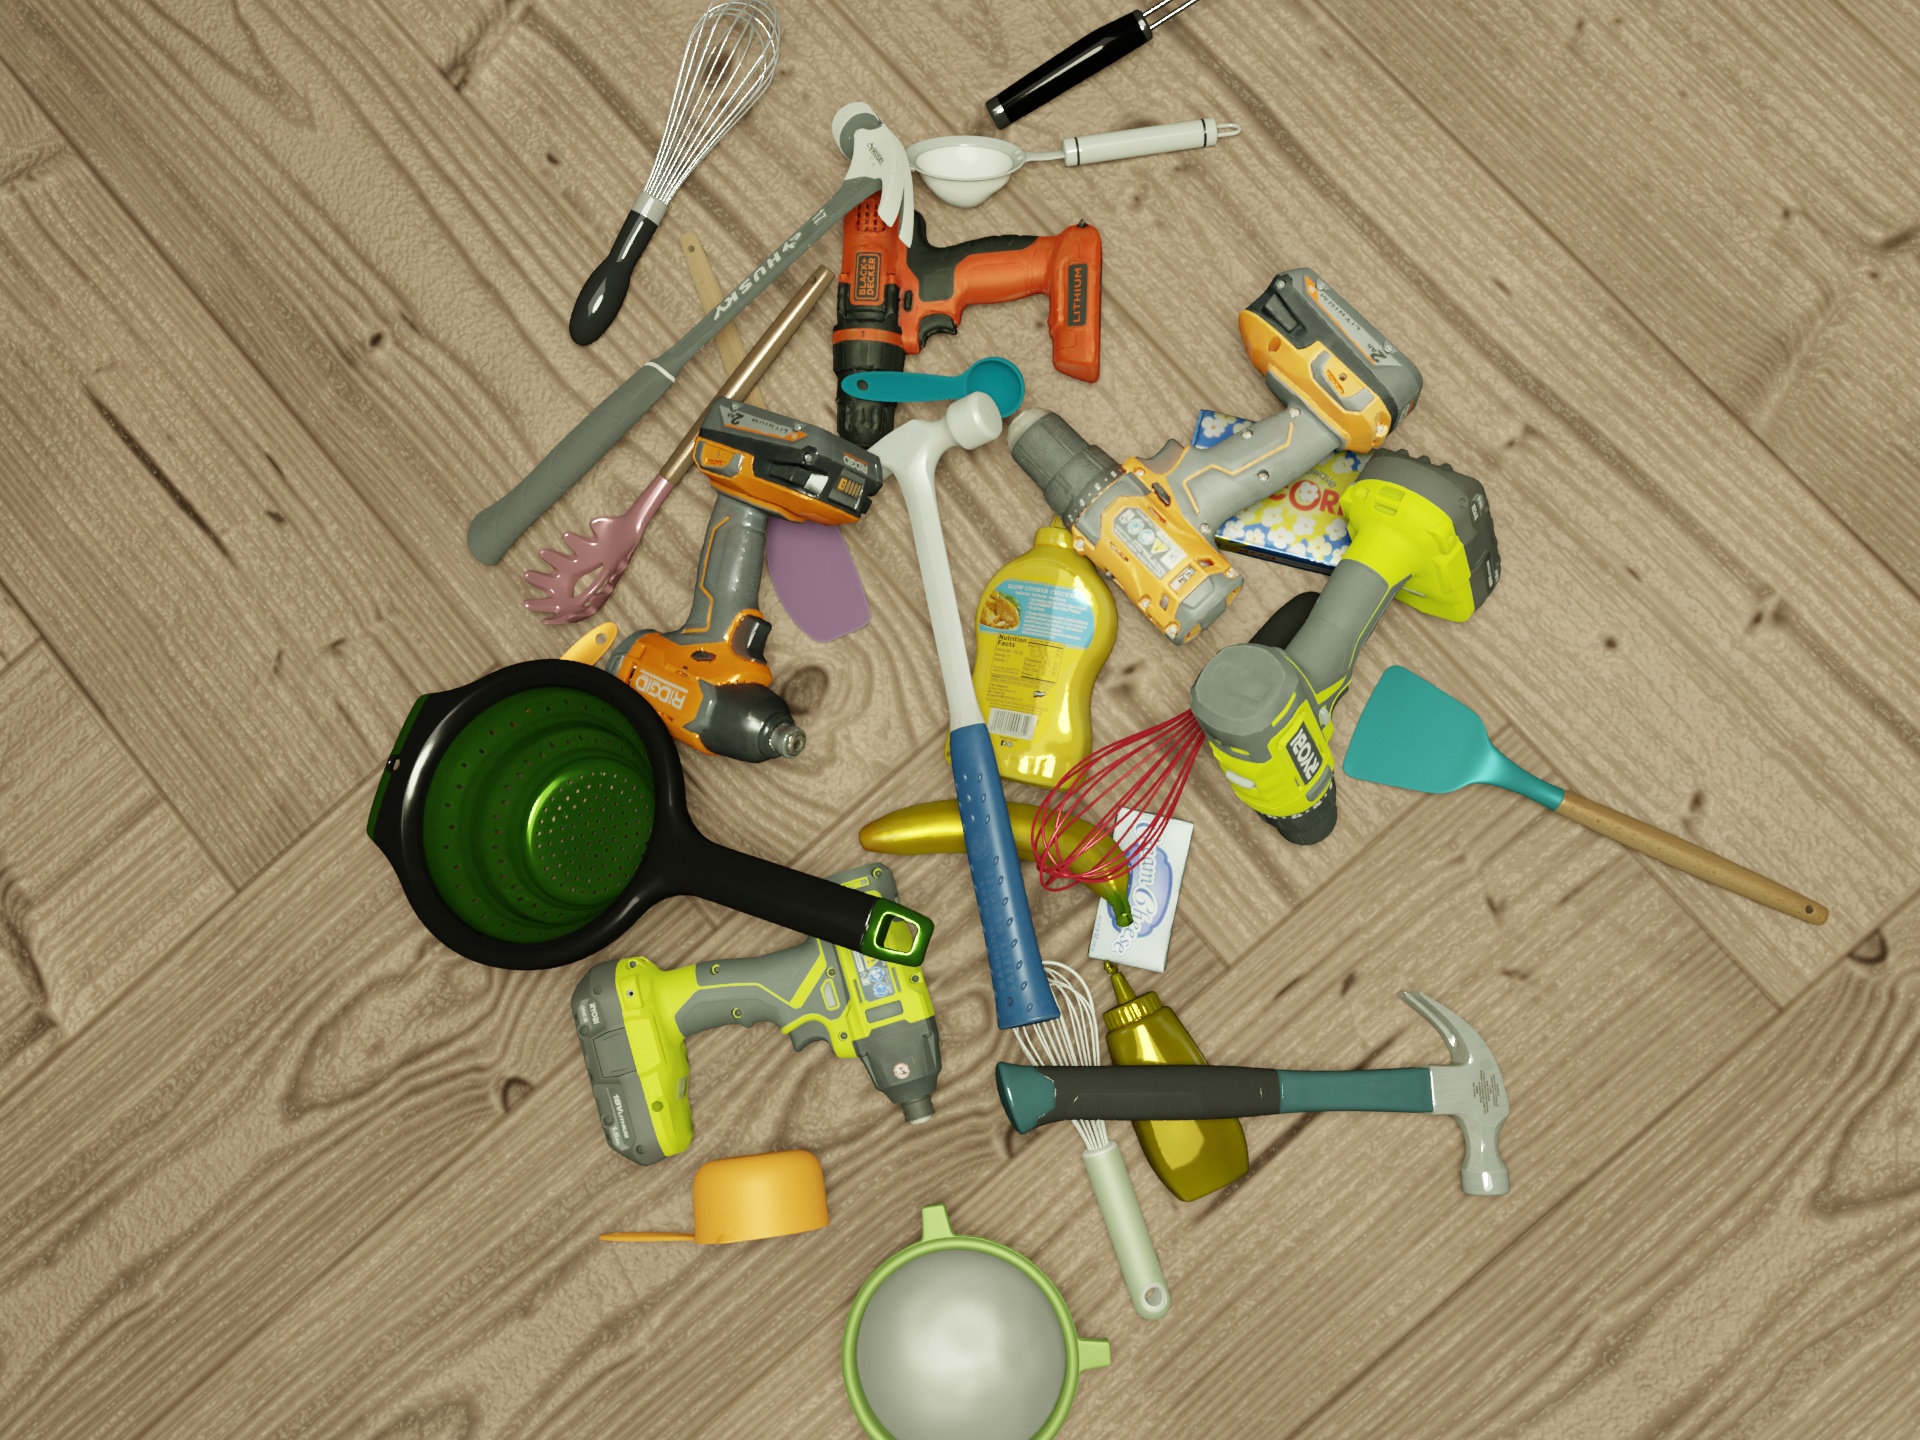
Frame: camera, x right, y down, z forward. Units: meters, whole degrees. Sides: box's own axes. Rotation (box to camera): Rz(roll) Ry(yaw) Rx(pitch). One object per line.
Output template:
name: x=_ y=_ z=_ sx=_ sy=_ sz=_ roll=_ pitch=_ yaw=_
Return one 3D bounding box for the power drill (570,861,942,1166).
power drill: x=-0.130 y=0.208 z=1.059 sx=0.223 sy=0.080 sz=0.171 roll=-17 pitch=82 yaw=1

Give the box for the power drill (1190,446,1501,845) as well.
power drill: x=0.246 y=-0.038 z=1.006 sx=0.080 sy=0.190 sz=0.228 roll=29 pitch=76 yaw=37

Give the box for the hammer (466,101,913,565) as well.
hammer: x=-0.190 y=-0.246 z=1.083 sx=0.409 sy=0.036 sz=0.149 roll=-40 pitch=42 yaw=14

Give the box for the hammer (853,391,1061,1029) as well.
hammer: x=-0.002 y=-0.003 z=1.034 sx=0.144 sy=0.035 sz=0.406 roll=-20 pitch=74 yaw=32

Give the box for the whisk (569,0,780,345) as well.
whisk: x=-0.207 y=-0.396 z=1.143 sx=0.070 sy=0.070 sz=0.284 roll=29 pitch=93 yaw=8

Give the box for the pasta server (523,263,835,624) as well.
pasta server: x=-0.193 y=-0.193 z=1.112 sx=0.060 sy=0.040 sz=0.316 roll=41 pitch=95 yaw=23

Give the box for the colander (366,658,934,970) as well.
colander: x=-0.193 y=0.090 z=1.045 sx=0.397 sy=0.094 sz=0.204 roll=16 pitch=81 yaw=18

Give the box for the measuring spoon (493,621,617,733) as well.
measuring spoon: x=-0.287 y=-0.027 z=1.134 sx=0.021 sy=0.011 sz=0.117 roll=44 pitch=86 yaw=10

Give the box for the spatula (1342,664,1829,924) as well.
spatula: x=0.413 y=0.061 z=1.043 sx=0.317 sy=0.044 sz=0.082 roll=25 pitch=87 yaw=3

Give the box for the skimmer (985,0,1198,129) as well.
skimmer: x=0.188 y=-0.509 z=1.122 sx=0.363 sy=0.090 sz=0.127 roll=-28 pitch=78 yaw=13

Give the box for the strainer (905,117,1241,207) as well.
strainer: x=0.070 y=-0.396 z=1.117 sx=0.258 sy=0.050 sz=0.087 roll=-8 pitch=40 yaw=0

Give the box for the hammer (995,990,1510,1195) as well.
hammer: x=0.186 y=0.236 z=1.003 sx=0.331 sy=0.033 sz=0.128 roll=2 pitch=78 yaw=-9

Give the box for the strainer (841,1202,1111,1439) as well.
strainer: x=-0.031 y=0.445 z=1.026 sx=0.151 sy=0.069 sz=0.256 roll=38 pitch=90 yaw=6

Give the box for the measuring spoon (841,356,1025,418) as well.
measuring spoon: x=-0.017 y=-0.228 z=1.074 sx=0.128 sy=0.021 sz=0.042 roll=4 pitch=121 yaw=15

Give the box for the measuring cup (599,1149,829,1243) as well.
measuring cup: x=-0.170 y=0.317 z=1.058 sx=0.173 sy=0.095 sz=0.052 roll=-11 pitch=77 yaw=23

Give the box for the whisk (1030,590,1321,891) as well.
whisk: x=0.145 y=0.006 z=1.014 sx=0.073 sy=0.073 sz=0.296 roll=44 pitch=64 yaw=8

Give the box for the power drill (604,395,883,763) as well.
power drill: x=-0.136 y=-0.086 z=1.056 sx=0.164 sy=0.084 sz=0.226 roll=24 pitch=94 yaw=34

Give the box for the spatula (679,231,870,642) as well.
spatula: x=-0.142 y=-0.204 z=1.131 sx=0.060 sy=0.018 sz=0.316 roll=-21 pitch=83 yaw=4

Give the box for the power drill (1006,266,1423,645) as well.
power drill: x=0.158 y=-0.187 z=1.029 sx=0.226 sy=0.084 sz=0.185 roll=-44 pitch=79 yaw=2

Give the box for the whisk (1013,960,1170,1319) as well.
whisk: x=0.088 y=0.274 z=1.044 sx=0.058 sy=0.059 sz=0.246 roll=-19 pitch=87 yaw=-13
